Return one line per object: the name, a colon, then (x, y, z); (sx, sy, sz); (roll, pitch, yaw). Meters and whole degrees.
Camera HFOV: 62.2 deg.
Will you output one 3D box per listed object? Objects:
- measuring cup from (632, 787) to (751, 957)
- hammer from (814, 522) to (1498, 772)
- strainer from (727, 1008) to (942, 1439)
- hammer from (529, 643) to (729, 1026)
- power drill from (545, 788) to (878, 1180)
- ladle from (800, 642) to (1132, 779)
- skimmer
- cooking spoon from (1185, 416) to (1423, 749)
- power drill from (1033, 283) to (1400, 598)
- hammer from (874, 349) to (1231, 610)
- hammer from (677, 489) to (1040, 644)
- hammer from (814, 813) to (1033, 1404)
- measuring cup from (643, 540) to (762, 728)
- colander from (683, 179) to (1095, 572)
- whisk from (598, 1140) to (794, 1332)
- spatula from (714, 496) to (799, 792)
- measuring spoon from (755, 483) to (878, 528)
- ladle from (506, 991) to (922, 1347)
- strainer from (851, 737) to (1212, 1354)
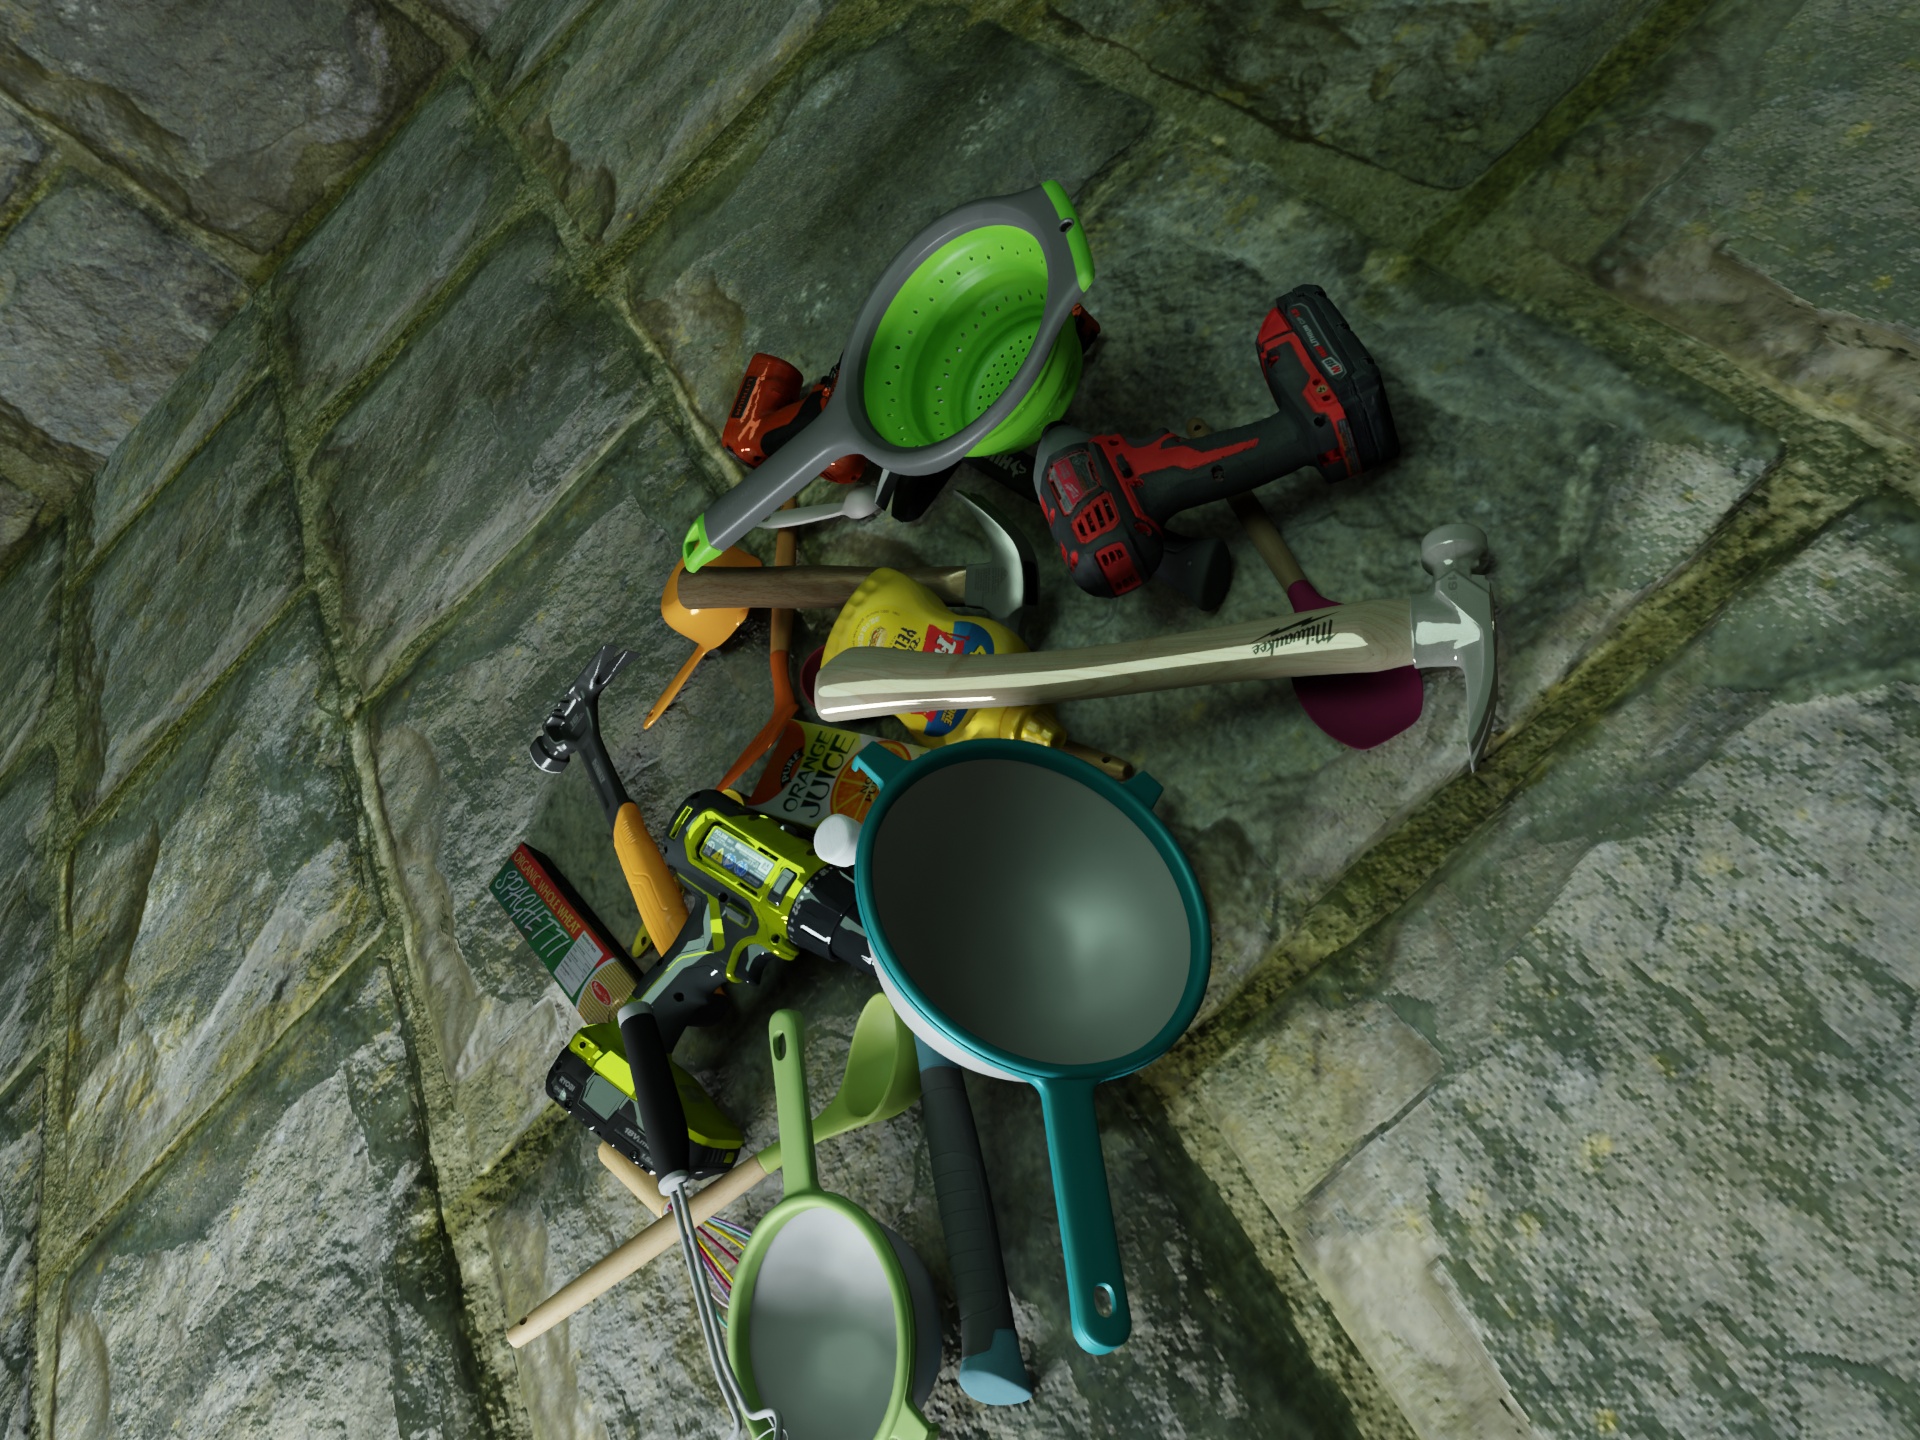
measuring cup: (-0.198, 0.120, 1.200); (0.156, 0.029, 0.062); (-55, 43, 14)
hammer: (0.102, -0.024, 0.942); (0.410, 0.038, 0.146); (-6, 57, 21)
strainer: (-0.067, 0.290, 0.901); (0.151, 0.069, 0.257); (-31, 58, 37)
hammer: (-0.242, 0.089, 1.205); (0.127, 0.034, 0.337); (-50, 49, 21)
power drill: (-0.150, 0.180, 1.044); (0.191, 0.080, 0.228); (29, 86, 26)
ladle: (-0.002, -0.004, 1.105); (0.316, 0.031, 0.069); (18, 64, 44)
skimmer: (-0.170, 0.313, 0.884); (0.127, 0.090, 0.364); (-48, 48, 30)
cooking spoon: (0.202, -0.098, 0.998); (0.069, 0.017, 0.319); (-31, 45, 12)
power drill: (0.152, -0.178, 1.016); (0.219, 0.078, 0.143); (-26, 49, 8)
hammer: (0.064, -0.157, 1.125); (0.335, 0.035, 0.146); (38, 95, 42)
hammer: (-0.085, -0.102, 1.178); (0.331, 0.031, 0.130); (4, 90, 35)
hammer: (-0.010, 0.214, 0.908); (0.033, 0.128, 0.331); (-31, 54, 29)
measuring cup: (-0.235, -0.075, 1.332); (0.173, 0.052, 0.095); (-55, 28, 4)
colander: (-0.043, -0.212, 1.152); (0.397, 0.094, 0.205); (-34, 52, 27)
whisk: (-0.173, 0.326, 1.018); (0.051, 0.047, 0.245); (-50, 36, -17)
spatula: (-0.150, -0.073, 1.263); (0.081, 0.041, 0.323); (-40, 37, 35)
measuring spoon: (-0.122, -0.177, 1.319); (0.124, 0.018, 0.034); (-7, 44, 24)
ladle: (-0.149, 0.278, 0.968); (0.320, 0.062, 0.078); (-35, 27, -1)
strainer: (0.036, 0.174, 0.866); (0.095, 0.211, 0.341); (123, 146, -49)
